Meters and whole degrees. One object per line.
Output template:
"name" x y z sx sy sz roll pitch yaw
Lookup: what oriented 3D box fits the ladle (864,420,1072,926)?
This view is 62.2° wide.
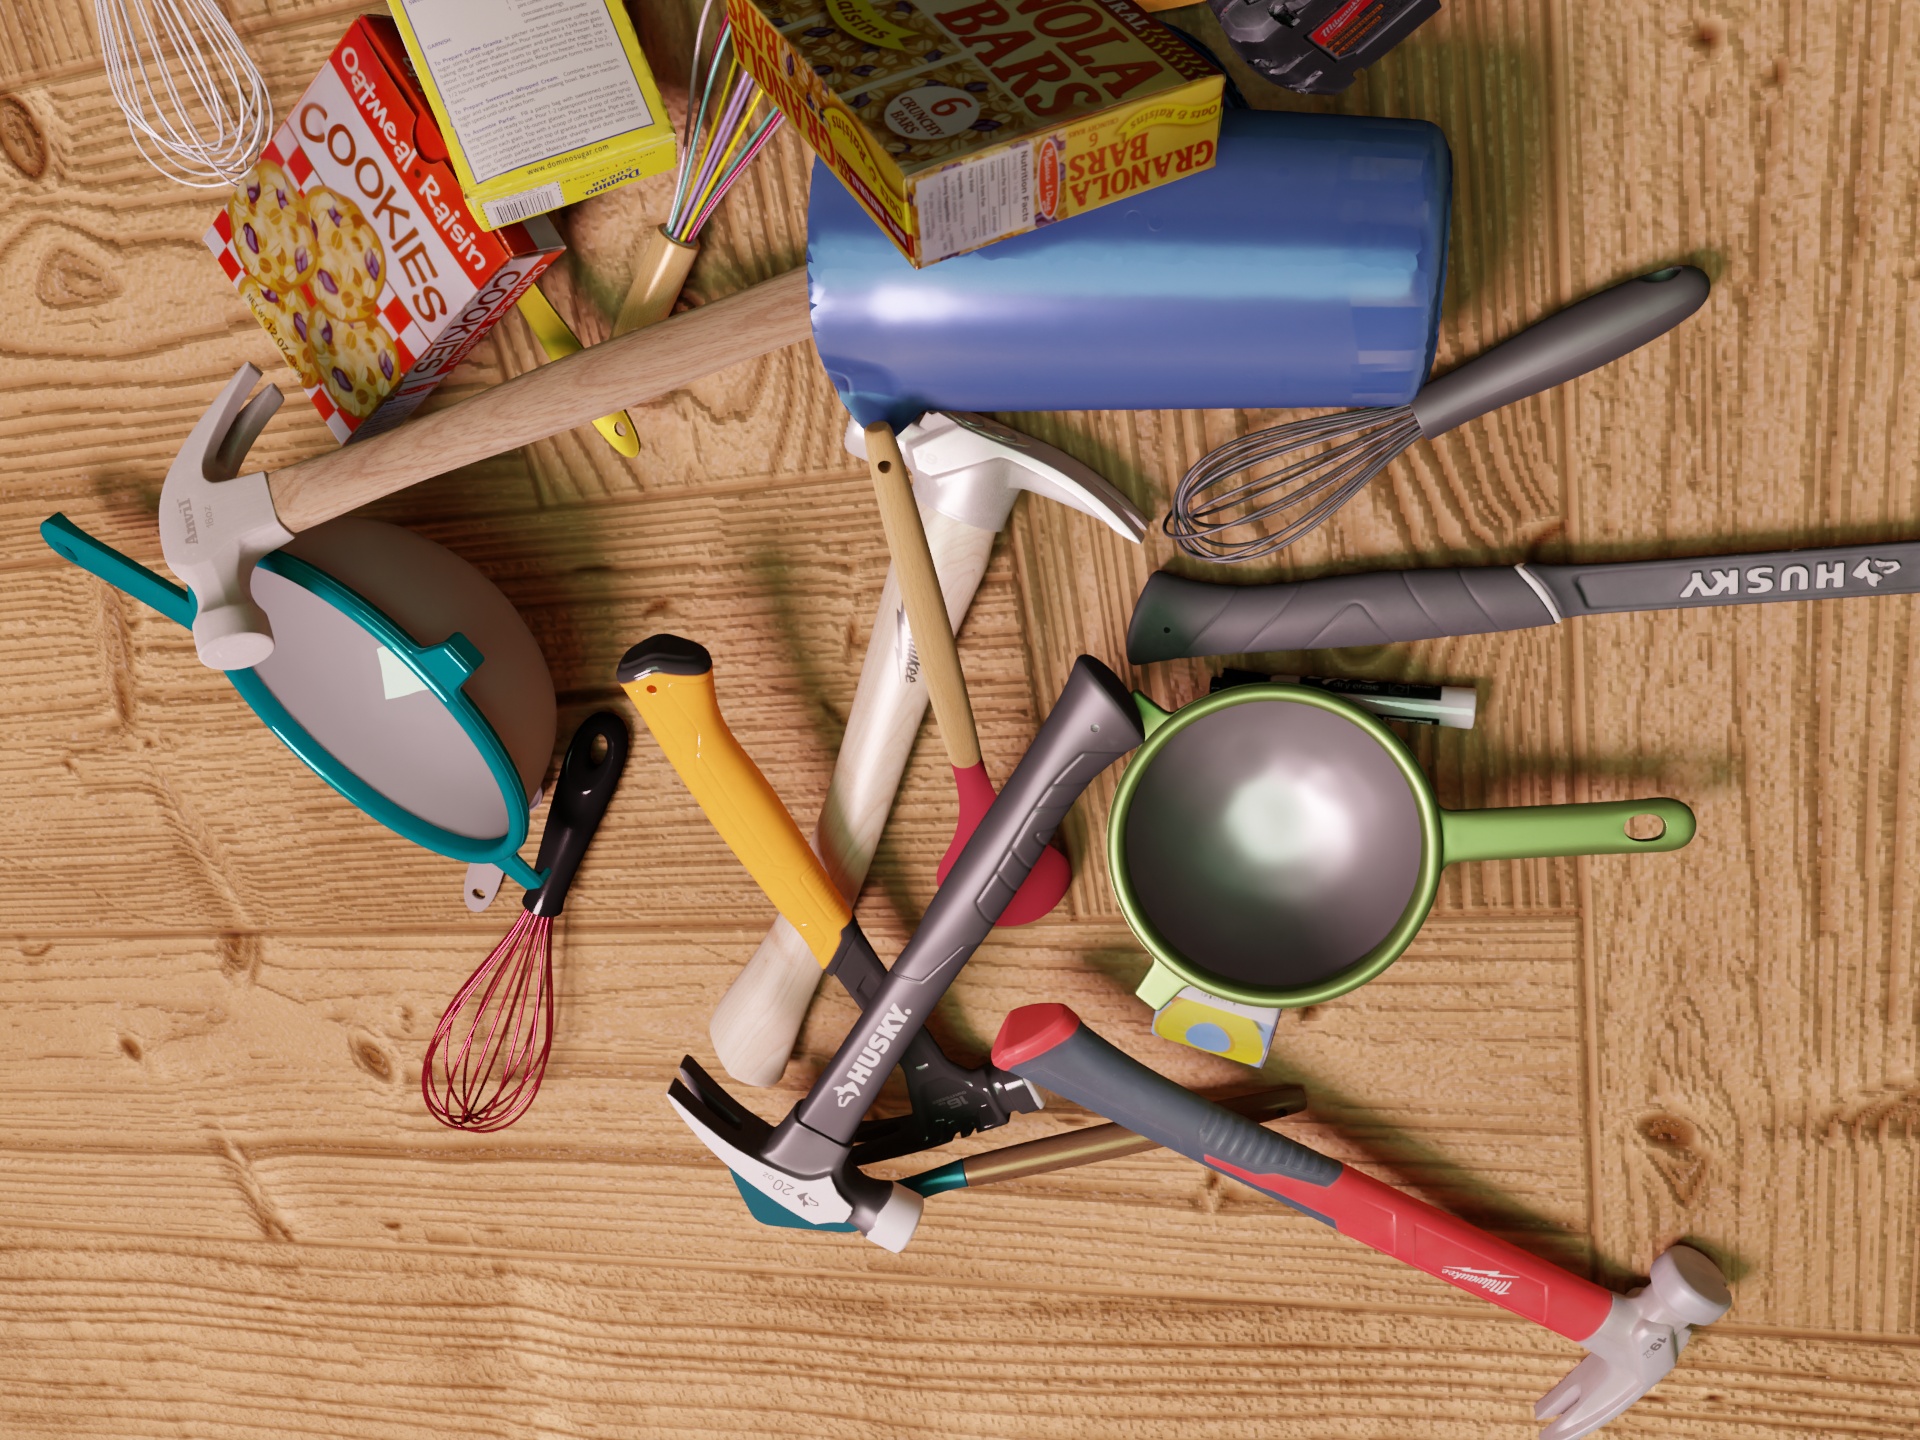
"ladle" -0.001 -0.002 0.732 0.069 0.031 0.315 -9 132 7

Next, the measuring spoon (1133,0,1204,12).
"measuring spoon" 0.091 -0.301 0.648 0.117 0.011 0.021 1 114 21

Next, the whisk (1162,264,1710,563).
"whisk" 0.194 -0.129 0.671 0.239 0.055 0.055 -25 104 21

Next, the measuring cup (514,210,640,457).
"measuring cup" -0.192 -0.196 0.760 0.062 0.029 0.156 -27 99 37

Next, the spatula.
"spatula" 0.027 0.229 0.858 0.317 0.044 0.082 -13 120 4

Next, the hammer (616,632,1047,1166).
"hammer" -0.081 0.099 0.816 0.127 0.034 0.336 -22 118 15

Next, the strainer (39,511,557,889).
"strainer" -0.337 -0.057 0.840 0.340 0.095 0.210 26 145 18

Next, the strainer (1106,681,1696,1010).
"strainer" 0.198 0.050 0.740 0.256 0.069 0.151 -4 96 10

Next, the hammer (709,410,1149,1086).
"hammer" -0.042 0.038 0.824 0.146 0.038 0.410 24 118 4

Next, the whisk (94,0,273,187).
"whisk" -0.397 -0.386 0.734 0.070 0.070 0.284 -16 102 23

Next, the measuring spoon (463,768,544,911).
"measuring spoon" -0.266 0.066 0.920 0.034 0.018 0.124 26 125 -4

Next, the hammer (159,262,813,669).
"hammer" -0.197 -0.141 0.714 0.331 0.031 0.130 -22 70 -3

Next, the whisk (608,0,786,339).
"whisk" -0.120 -0.241 0.725 0.047 0.051 0.245 46 124 18

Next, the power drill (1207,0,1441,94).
"power drill" 0.083 -0.335 0.567 0.188 0.080 0.227 -35 76 30

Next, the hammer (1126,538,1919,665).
"hammer" 0.272 -0.052 0.687 0.409 0.036 0.149 -3 113 19

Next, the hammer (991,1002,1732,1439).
"hammer" 0.187 0.255 0.820 0.386 0.038 0.143 26 120 -4

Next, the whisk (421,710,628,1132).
"whisk" -0.245 0.122 0.914 0.073 0.073 0.295 26 111 5

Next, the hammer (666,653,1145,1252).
"hammer" -0.017 0.109 0.760 0.146 0.035 0.334 29 113 -5
